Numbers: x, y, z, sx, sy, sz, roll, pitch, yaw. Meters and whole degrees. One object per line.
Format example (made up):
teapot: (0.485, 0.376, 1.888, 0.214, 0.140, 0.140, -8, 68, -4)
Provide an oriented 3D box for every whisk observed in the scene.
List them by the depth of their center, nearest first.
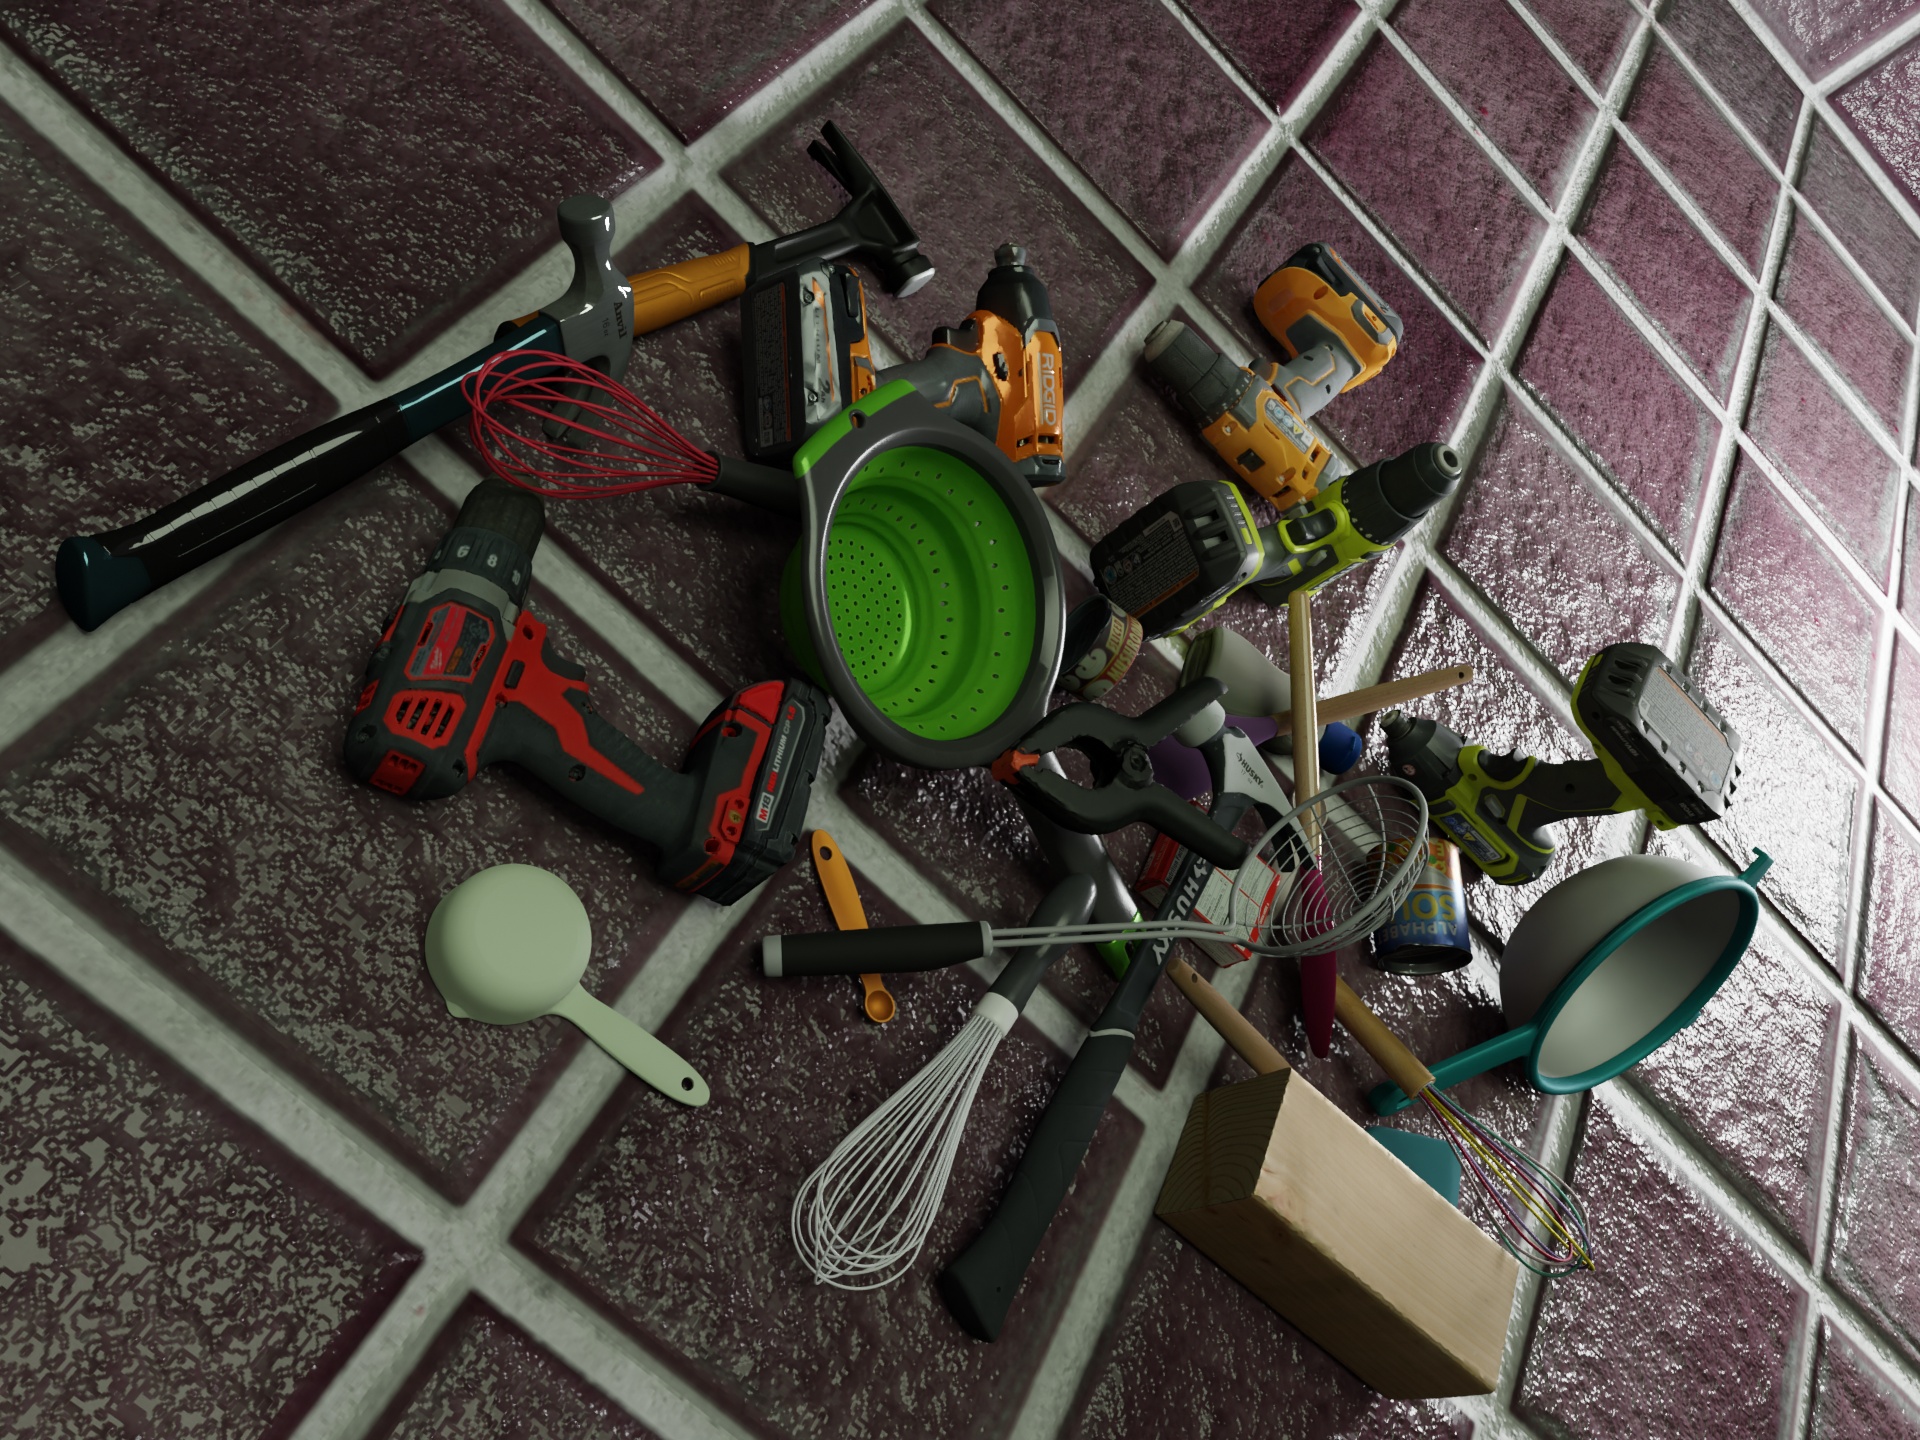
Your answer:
whisk: (0.002, 0.186, 0.866, 0.070, 0.070, 0.285, 46, 55, -10)
whisk: (-0.155, -0.143, 0.891, 0.295, 0.073, 0.073, 8, 63, -54)
whisk: (0.316, 0.259, 1.034, 0.047, 0.051, 0.245, 5, 36, -50)

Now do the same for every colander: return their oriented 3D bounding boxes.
colander: (-0.002, -0.003, 0.964, 0.204, 0.094, 0.396, -45, 115, -37)

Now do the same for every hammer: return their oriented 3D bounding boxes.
hammer: (-0.296, -0.146, 0.803, 0.033, 0.128, 0.331, 31, 53, 27)
hammer: (0.100, 0.174, 0.944, 0.149, 0.036, 0.409, 47, 57, -22)
hammer: (-0.158, -0.288, 1.009, 0.337, 0.034, 0.127, -36, 93, -41)

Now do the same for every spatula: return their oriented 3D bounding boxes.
spatula: (0.225, 0.236, 1.002, 0.317, 0.044, 0.082, 45, 51, -32)
spatula: (0.240, 0.001, 1.122, 0.316, 0.018, 0.060, -15, 95, -25)

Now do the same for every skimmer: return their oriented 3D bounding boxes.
skimmer: (0.073, 0.089, 0.867, 0.363, 0.127, 0.090, -3, 111, -6)

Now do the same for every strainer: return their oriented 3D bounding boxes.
strainer: (0.417, 0.189, 1.155, 0.340, 0.210, 0.095, -18, 44, -19)

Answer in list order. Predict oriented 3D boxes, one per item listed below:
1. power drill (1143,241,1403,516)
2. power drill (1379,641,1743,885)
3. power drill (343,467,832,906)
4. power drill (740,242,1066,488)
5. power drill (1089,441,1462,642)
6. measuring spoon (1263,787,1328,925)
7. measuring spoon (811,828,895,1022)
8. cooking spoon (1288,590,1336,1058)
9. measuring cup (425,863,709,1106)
power drill: (0.251, -0.294, 1.286, 0.185, 0.084, 0.226, 41, 55, -11)
power drill: (0.426, 0.032, 1.158, 0.171, 0.223, 0.080, 43, 57, -12)
power drill: (-0.186, -0.018, 0.834, 0.226, 0.080, 0.188, 25, 56, -21)
power drill: (-0.026, -0.236, 1.026, 0.226, 0.084, 0.164, -3, 92, -39)
power drill: (0.223, -0.129, 1.113, 0.228, 0.190, 0.080, -14, 78, -35)
measuring spoon: (0.228, 0.097, 1.123, 0.034, 0.018, 0.124, 40, 58, -15)
measuring spoon: (-0.064, 0.117, 0.902, 0.021, 0.011, 0.117, -8, 70, -39)
cooking spoon: (0.236, 0.067, 1.080, 0.017, 0.068, 0.319, 1, 78, -2)
measuring cup: (-0.183, 0.135, 0.782, 0.167, 0.038, 0.083, 40, 51, -11)
